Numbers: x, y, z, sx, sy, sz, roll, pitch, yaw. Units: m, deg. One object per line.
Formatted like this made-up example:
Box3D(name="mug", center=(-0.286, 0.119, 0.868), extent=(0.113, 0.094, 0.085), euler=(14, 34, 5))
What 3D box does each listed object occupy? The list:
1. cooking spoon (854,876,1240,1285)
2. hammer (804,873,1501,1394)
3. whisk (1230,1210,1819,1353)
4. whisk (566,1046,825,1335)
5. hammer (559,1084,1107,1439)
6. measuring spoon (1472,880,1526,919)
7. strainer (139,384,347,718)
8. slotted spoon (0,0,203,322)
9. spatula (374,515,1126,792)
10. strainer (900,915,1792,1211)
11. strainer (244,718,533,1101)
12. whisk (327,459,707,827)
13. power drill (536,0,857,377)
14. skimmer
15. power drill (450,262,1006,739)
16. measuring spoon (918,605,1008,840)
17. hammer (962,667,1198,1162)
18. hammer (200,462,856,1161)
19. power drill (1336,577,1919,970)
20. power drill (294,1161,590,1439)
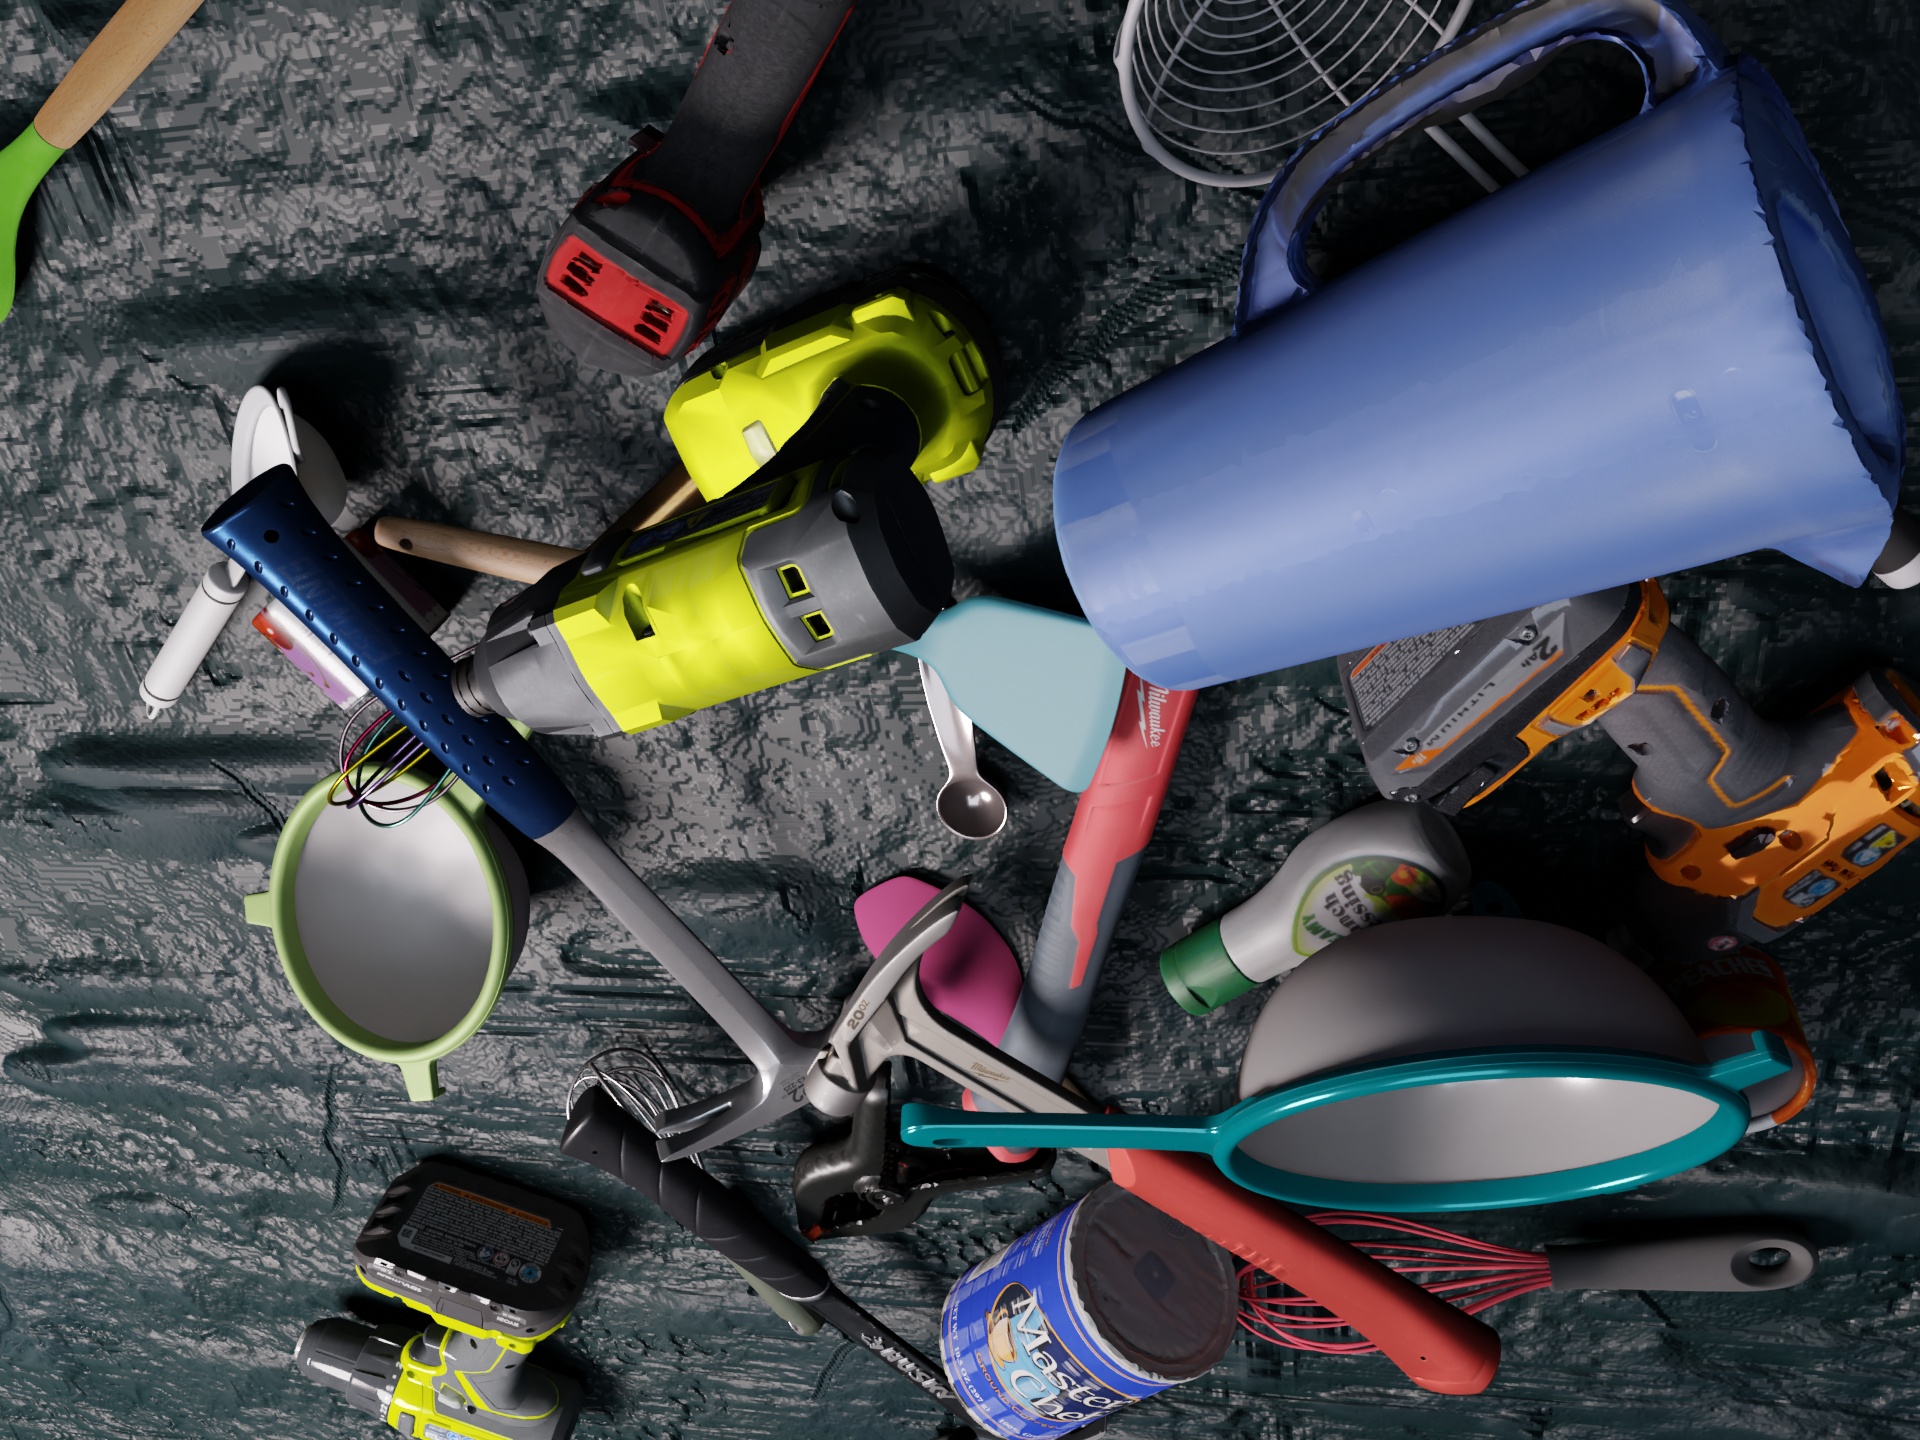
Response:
Box3D(name="cooking spoon", center=(0.055, 0.199, 0.840), extent=(0.069, 0.017, 0.318), euler=(-30, 111, 29))
Box3D(name="hammer", center=(0.108, 0.214, 0.757), extent=(0.359, 0.037, 0.149), euler=(31, 121, -5))
Box3D(name="whisk", center=(0.283, 0.284, 0.820), extent=(0.296, 0.073, 0.073), euler=(-8, 120, 11))
Box3D(name="whisk", center=(-0.147, 0.282, 0.929), extent=(0.058, 0.059, 0.246), euler=(10, 139, 53))
Box3D(name="hammer", center=(-0.073, 0.333, 0.913), extent=(0.149, 0.036, 0.408), euler=(-28, 120, 27))
Box3D(name="measuring spoon", center=(0.266, 0.127, 0.740), extent=(0.042, 0.021, 0.128), euler=(-21, 116, 24))
Box3D(name="strainer", center=(-0.341, -0.070, 0.747), extent=(0.258, 0.050, 0.087), euler=(-39, 66, 37))
Box3D(name="slotted spoon", center=(-0.354, -0.254, 0.641), extent=(0.314, 0.031, 0.070), euler=(-29, 111, 26))
Box3D(name="spatula", center=(-0.090, -0.043, 0.665), extent=(0.317, 0.044, 0.082), euler=(12, 125, -2))
Box3D(name="strainer", center=(0.146, 0.138, 0.676), extent=(0.340, 0.095, 0.210), euler=(0, 150, 3))
Box3D(name="strainer", center=(-0.243, 0.052, 0.797), extent=(0.151, 0.069, 0.256), euler=(41, 107, 15))
Box3D(name="whisk", center=(-0.198, -0.032, 0.710), extent=(0.245, 0.051, 0.047), euler=(-39, 145, 16))
Box3D(name="power drill", center=(-0.059, -0.225, 0.528), extent=(0.078, 0.143, 0.219), euler=(32, 117, -13))
Box3D(name="skimmer", center=(0.211, -0.149, 0.534), extent=(0.363, 0.090, 0.127), euler=(38, 123, -12))
Box3D(name="power drill", center=(-0.073, -0.077, 0.567), extent=(0.171, 0.223, 0.080), euler=(-16, 117, 22))
Box3D(name="measuring spoon", center=(-0.001, -0.002, 0.729), extent=(0.034, 0.018, 0.124), euler=(-4, 114, 18))
Box3D(name="hammer", center=(0.081, 0.061, 0.722), extent=(0.143, 0.038, 0.386), euler=(15, 121, 2))
Box3D(name="hammer", center=(-0.183, 0.056, 0.723), extent=(0.144, 0.035, 0.405), euler=(-35, 122, 2))
Box3D(name="power drill", center=(0.261, 0.018, 0.621), extent=(0.226, 0.084, 0.164), euler=(25, 125, -20))
Box3D(name="power drill", center=(-0.331, 0.388, 1.020), extent=(0.190, 0.080, 0.228), euler=(19, 127, 0))
